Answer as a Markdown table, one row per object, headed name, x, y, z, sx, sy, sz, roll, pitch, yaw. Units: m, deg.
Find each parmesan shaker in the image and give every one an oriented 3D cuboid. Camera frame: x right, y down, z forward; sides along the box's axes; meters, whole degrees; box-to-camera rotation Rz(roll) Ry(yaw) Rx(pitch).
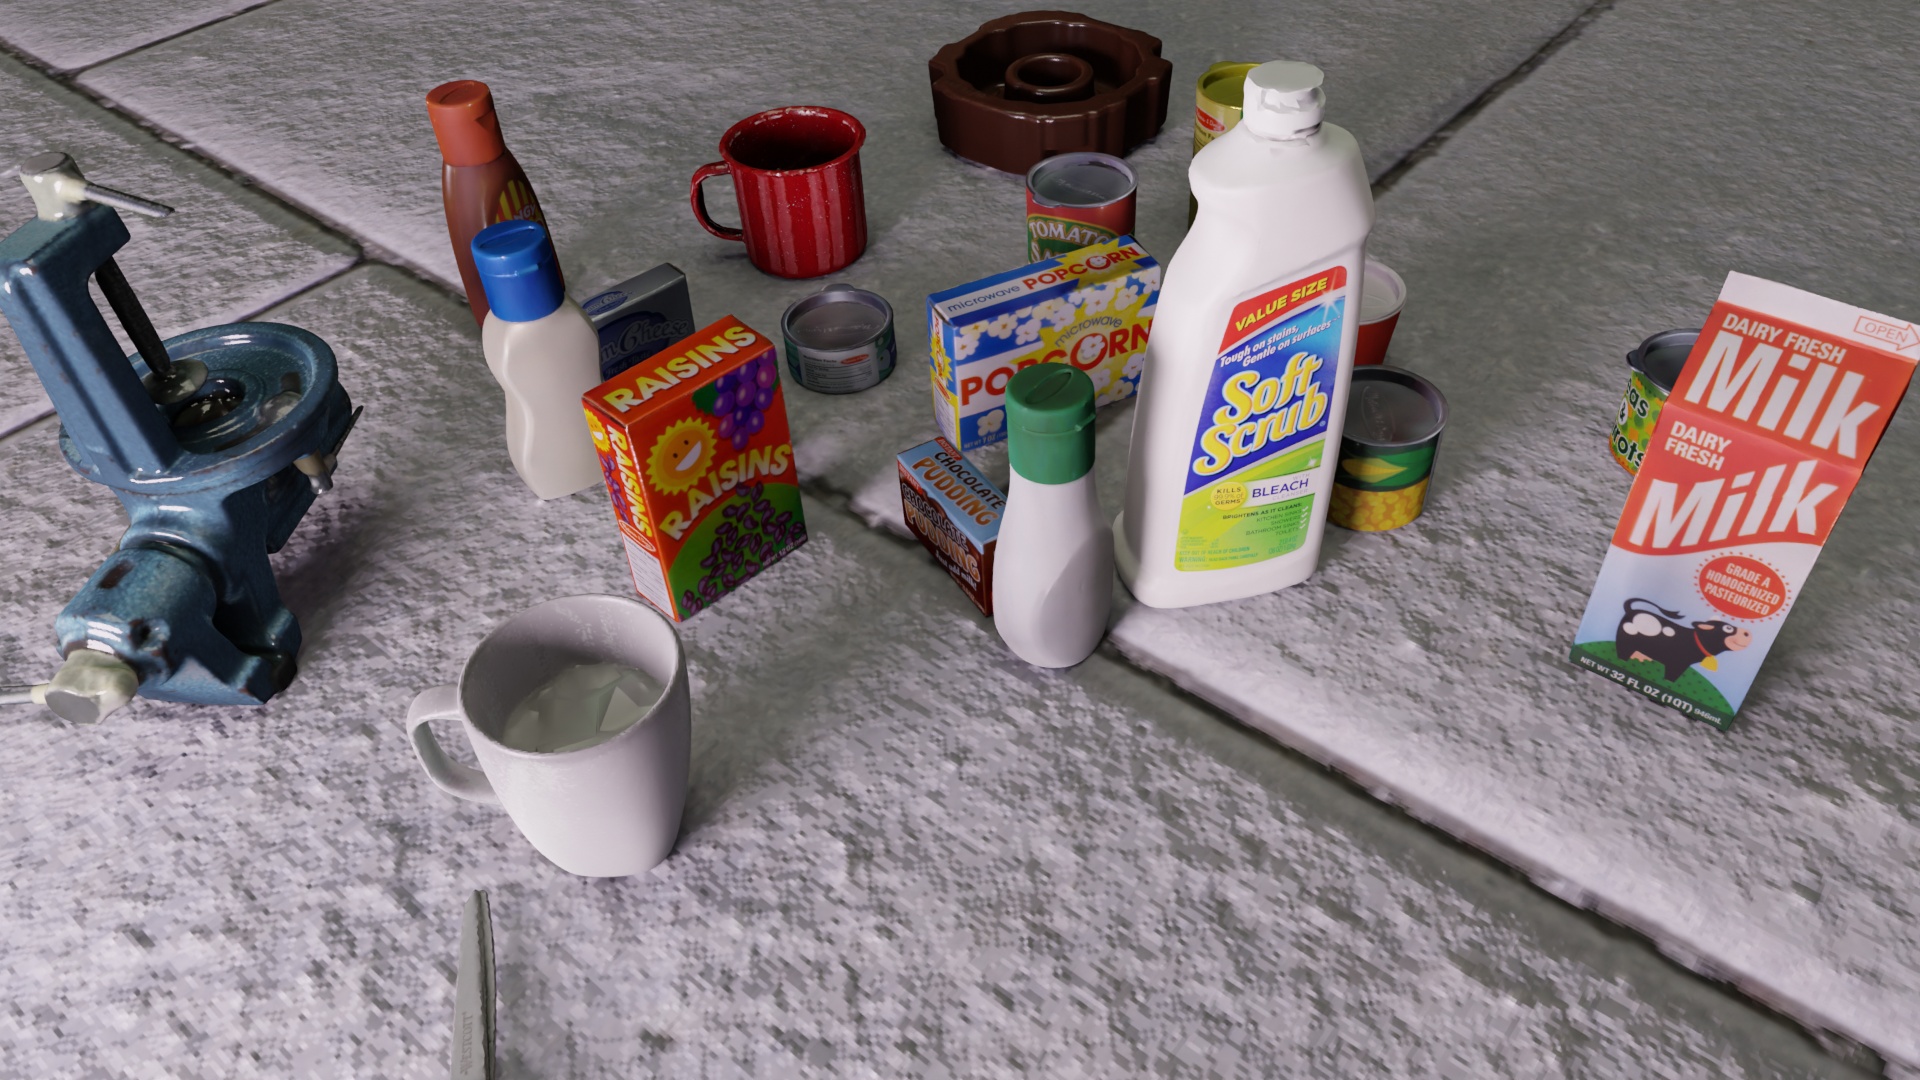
| name | x | y | z | sx | sy | sz | roll | pitch | yaw |
| --- | --- | --- | --- | --- | --- | --- | --- | --- | --- |
| parmesan shaker | 0.180 | -0.244 | 0.888 | 0.071 | 0.102 | 0.072 | -2 | 42 | 2 |

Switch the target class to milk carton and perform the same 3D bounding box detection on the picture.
| name | x | y | z | sx | sy | sz | roll | pitch | yaw |
| --- | --- | --- | --- | --- | --- | --- | --- | --- | --- |
| milk carton | 0.319 | -0.019 | 0.568 | 0.072 | 0.189 | 0.074 | 27 | 51 | 29 |

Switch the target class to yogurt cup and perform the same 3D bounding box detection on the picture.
| name | x | y | z | sx | sy | sz | roll | pitch | yaw |
| --- | --- | --- | --- | --- | --- | --- | --- | --- | --- |
| yogurt cup | 0.214 | -0.122 | 0.789 | 0.072 | 0.053 | 0.073 | -2 | 42 | 2 |

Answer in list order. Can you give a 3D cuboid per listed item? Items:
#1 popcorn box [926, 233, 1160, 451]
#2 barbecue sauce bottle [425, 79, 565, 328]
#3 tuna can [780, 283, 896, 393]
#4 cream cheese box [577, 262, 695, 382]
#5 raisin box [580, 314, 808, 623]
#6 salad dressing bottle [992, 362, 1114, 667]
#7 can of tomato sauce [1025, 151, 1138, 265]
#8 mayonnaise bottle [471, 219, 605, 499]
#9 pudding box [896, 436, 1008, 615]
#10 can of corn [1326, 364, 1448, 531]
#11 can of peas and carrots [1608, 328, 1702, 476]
| name | x | y | z | sx | sy | sz | roll | pitch | yaw |
| --- | --- | --- | --- | --- | --- | --- | --- | --- | --- |
| popcorn box | 0.046 | -0.108 | 0.762 | 0.127 | 0.084 | 0.038 | -20 | 45 | -17 |
| barbecue sauce bottle | -0.284 | -0.201 | 0.840 | 0.044 | 0.147 | 0.065 | 14 | 45 | 19 |
| tuna can | -0.071 | -0.120 | 0.822 | 0.071 | 0.032 | 0.071 | -2 | 42 | 2 |
| cream cheese box | -0.204 | -0.117 | 0.813 | 0.104 | 0.053 | 0.024 | -33 | 50 | -28 |
| raisin box | -0.123 | -0.033 | 0.664 | 0.086 | 0.122 | 0.040 | -35 | 51 | -29 |
| salad dressing bottle | 0.040 | -0.009 | 0.608 | 0.044 | 0.146 | 0.064 | 29 | 52 | 30 |
| can of tomato sauce | 0.072 | -0.182 | 0.842 | 0.071 | 0.082 | 0.071 | -2 | 42 | 2 |
| mayonnaise bottle | -0.213 | -0.092 | 0.717 | 0.065 | 0.147 | 0.041 | -27 | 47 | -24 |
| pudding box | 0.002 | -0.009 | 0.683 | 0.030 | 0.049 | 0.084 | -24 | 46 | -20 |
| can of corn | 0.205 | -0.047 | 0.704 | 0.071 | 0.058 | 0.071 | -2 | 42 | 2 |
| can of peas and carrots | 0.372 | -0.066 | 0.713 | 0.071 | 0.058 | 0.071 | -2 | 42 | 2 |
